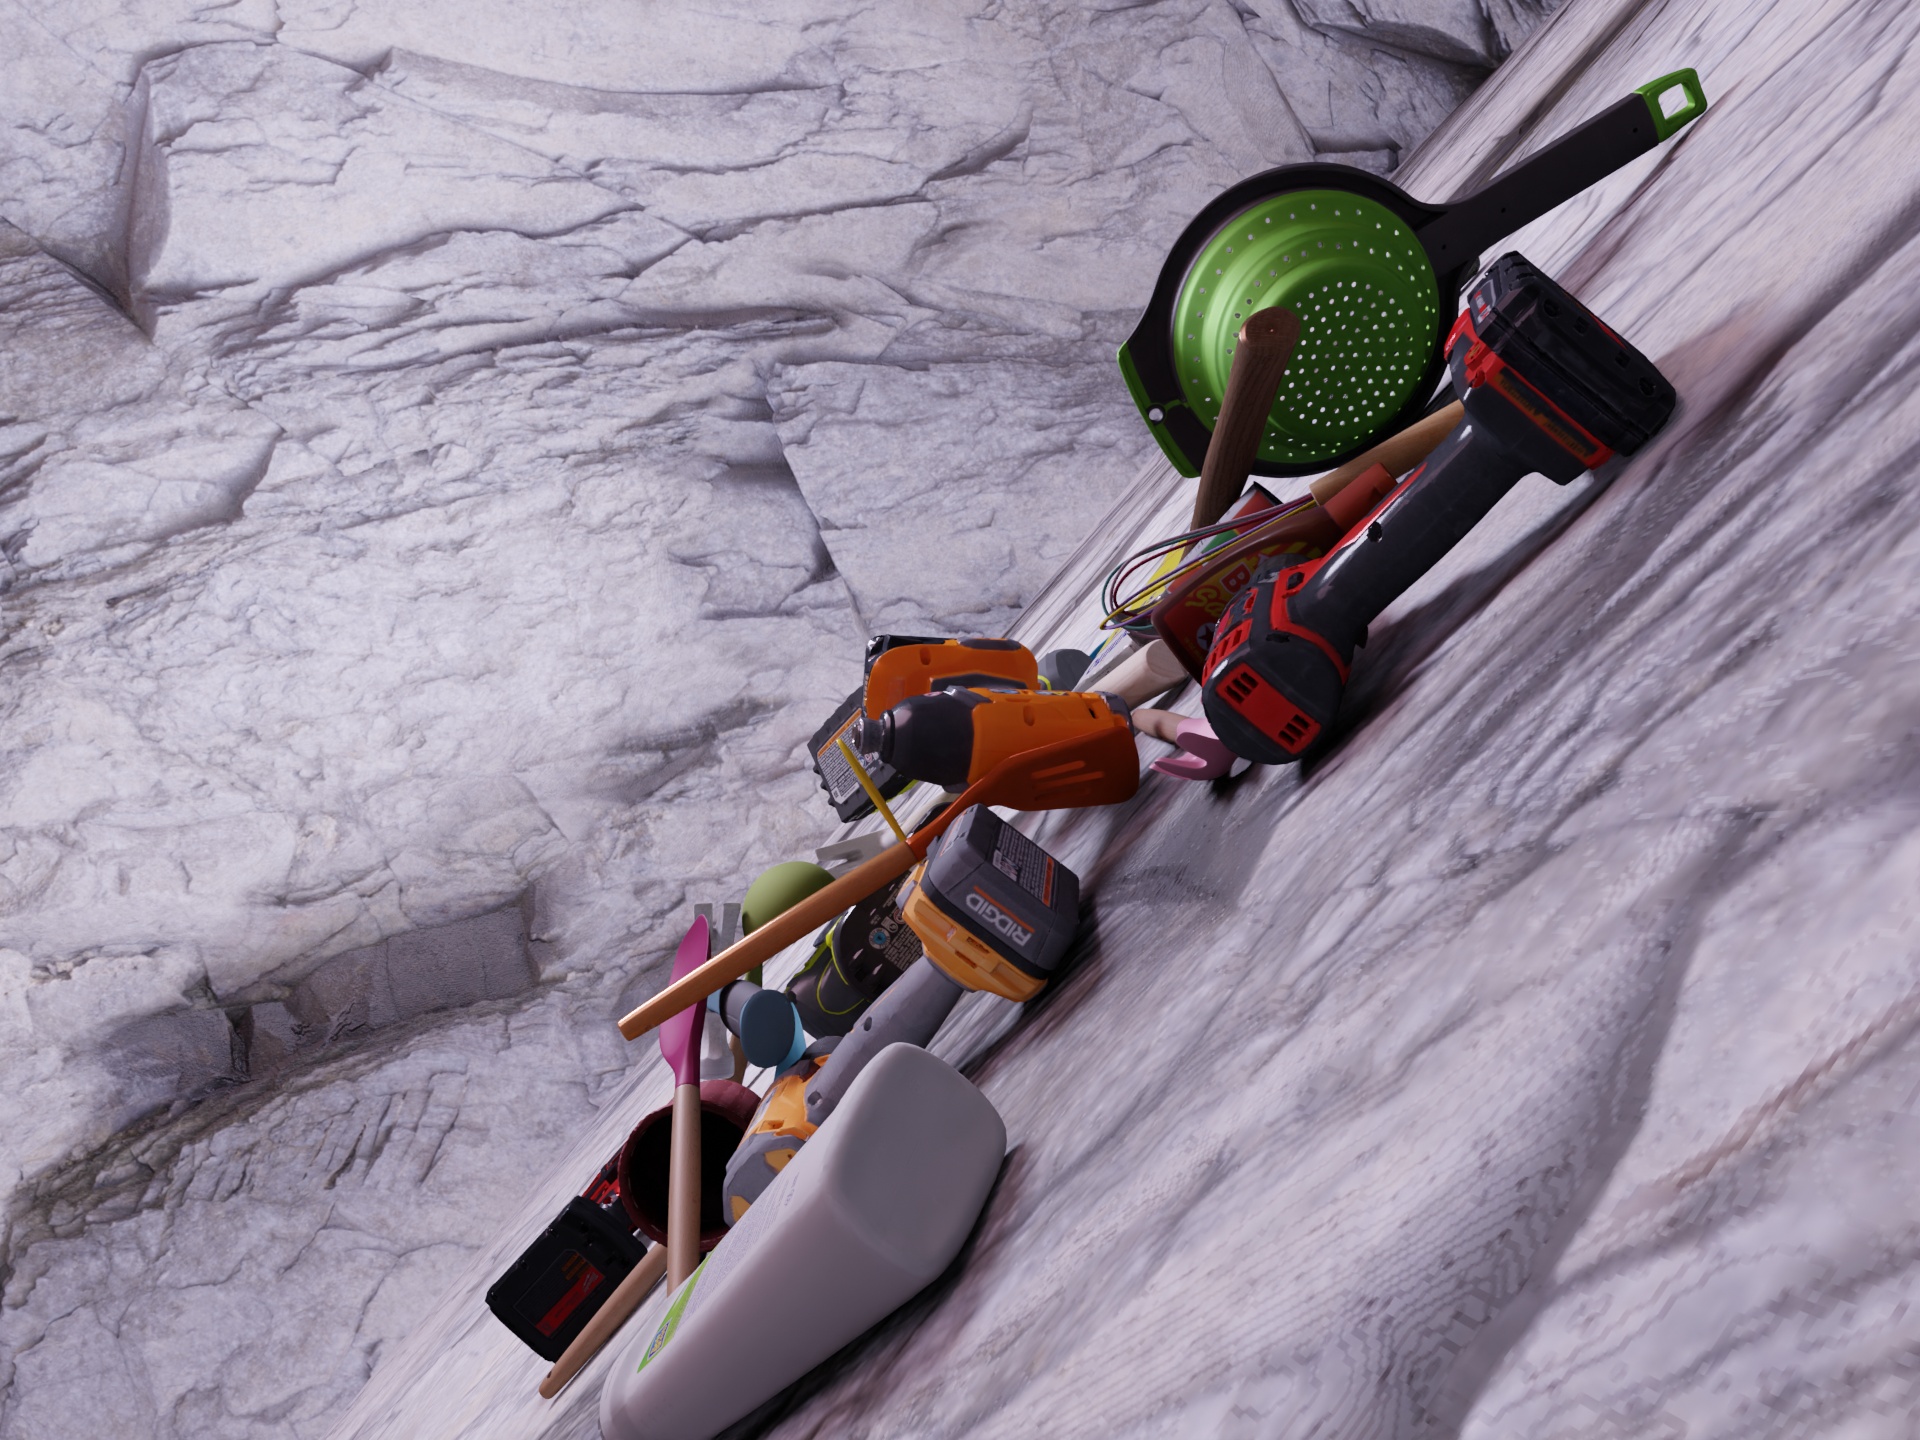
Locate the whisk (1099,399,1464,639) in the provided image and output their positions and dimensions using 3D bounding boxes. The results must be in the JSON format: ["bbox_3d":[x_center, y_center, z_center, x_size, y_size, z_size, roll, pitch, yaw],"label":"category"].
[{"bbox_3d":[0.184,-0.114,0.905,0.245,0.047,0.051,-30,52,18],"label":"whisk"}]

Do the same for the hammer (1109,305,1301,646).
[{"bbox_3d":[0.159,-0.141,0.989,0.130,0.031,0.331,-38,-18,-15],"label":"hammer"}]

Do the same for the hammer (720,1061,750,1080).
[{"bbox_3d":[-0.140,0.244,1.435,0.359,0.036,0.149,-49,4,4],"label":"hammer"}]

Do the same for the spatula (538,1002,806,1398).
[{"bbox_3d":[-0.193,0.336,1.084,0.317,0.044,0.082,-50,20,3],"label":"spatula"}]

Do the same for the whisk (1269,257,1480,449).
[{"bbox_3d":[0.337,-0.296,1.319,0.246,0.059,0.058,-45,41,6],"label":"whisk"}]

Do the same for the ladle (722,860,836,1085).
[{"bbox_3d":[-0.153,0.227,1.232,0.078,0.062,0.320,-61,-10,-50],"label":"ladle"}]

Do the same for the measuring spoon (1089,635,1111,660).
[{"bbox_3d":[0.153,-0.067,1.370,0.042,0.021,0.128,-51,13,-31],"label":"measuring spoon"}]

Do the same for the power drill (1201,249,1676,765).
[{"bbox_3d":[0.197,-0.093,0.714,0.226,0.080,0.188,-50,3,26],"label":"power drill"}]

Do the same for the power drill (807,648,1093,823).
[{"bbox_3d":[-0.007,0.015,1.324,0.223,0.080,0.171,-11,-22,-40],"label":"power drill"}]

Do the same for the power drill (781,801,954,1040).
[{"bbox_3d":[-0.036,0.131,1.100,0.190,0.080,0.228,-52,2,-20],"label":"power drill"}]

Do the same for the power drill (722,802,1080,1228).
[{"bbox_3d":[-0.032,0.155,0.844,0.226,0.084,0.185,-53,2,10],"label":"power drill"}]

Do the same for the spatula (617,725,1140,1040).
[{"bbox_3d":[-0.044,0.092,0.887,0.322,0.041,0.081,-31,-32,-11],"label":"spatula"}]

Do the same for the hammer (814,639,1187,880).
[{"bbox_3d":[0.030,0.037,1.209,0.146,0.038,0.410,-16,-13,-34],"label":"hammer"}]

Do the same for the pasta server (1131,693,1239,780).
[{"bbox_3d":[0.119,0.001,0.907,0.060,0.040,0.316,-60,3,1],"label":"pasta server"}]

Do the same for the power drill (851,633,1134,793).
[{"bbox_3d":[-0.002,-0.003,1.011,0.227,0.164,0.084,-144,57,-73],"label":"power drill"}]

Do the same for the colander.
[{"bbox_3d":[0.295,-0.281,0.989,0.397,0.204,0.095,-31,24,8],"label":"colander"}]

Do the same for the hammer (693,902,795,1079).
[{"bbox_3d":[-0.144,0.183,1.021,0.331,0.033,0.128,159,110,-75],"label":"hammer"}]

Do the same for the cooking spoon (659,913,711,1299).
[{"bbox_3d":[-0.157,0.234,0.911,0.068,0.017,0.319,-54,26,29],"label":"cooking spoon"}]

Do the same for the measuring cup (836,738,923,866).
[{"bbox_3d":[-0.019,0.069,0.941,0.029,0.156,0.062,-34,7,2],"label":"measuring cup"}]

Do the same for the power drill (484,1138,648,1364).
[{"bbox_3d":[-0.267,0.385,1.242,0.143,0.078,0.220,-48,1,14],"label":"power drill"}]
